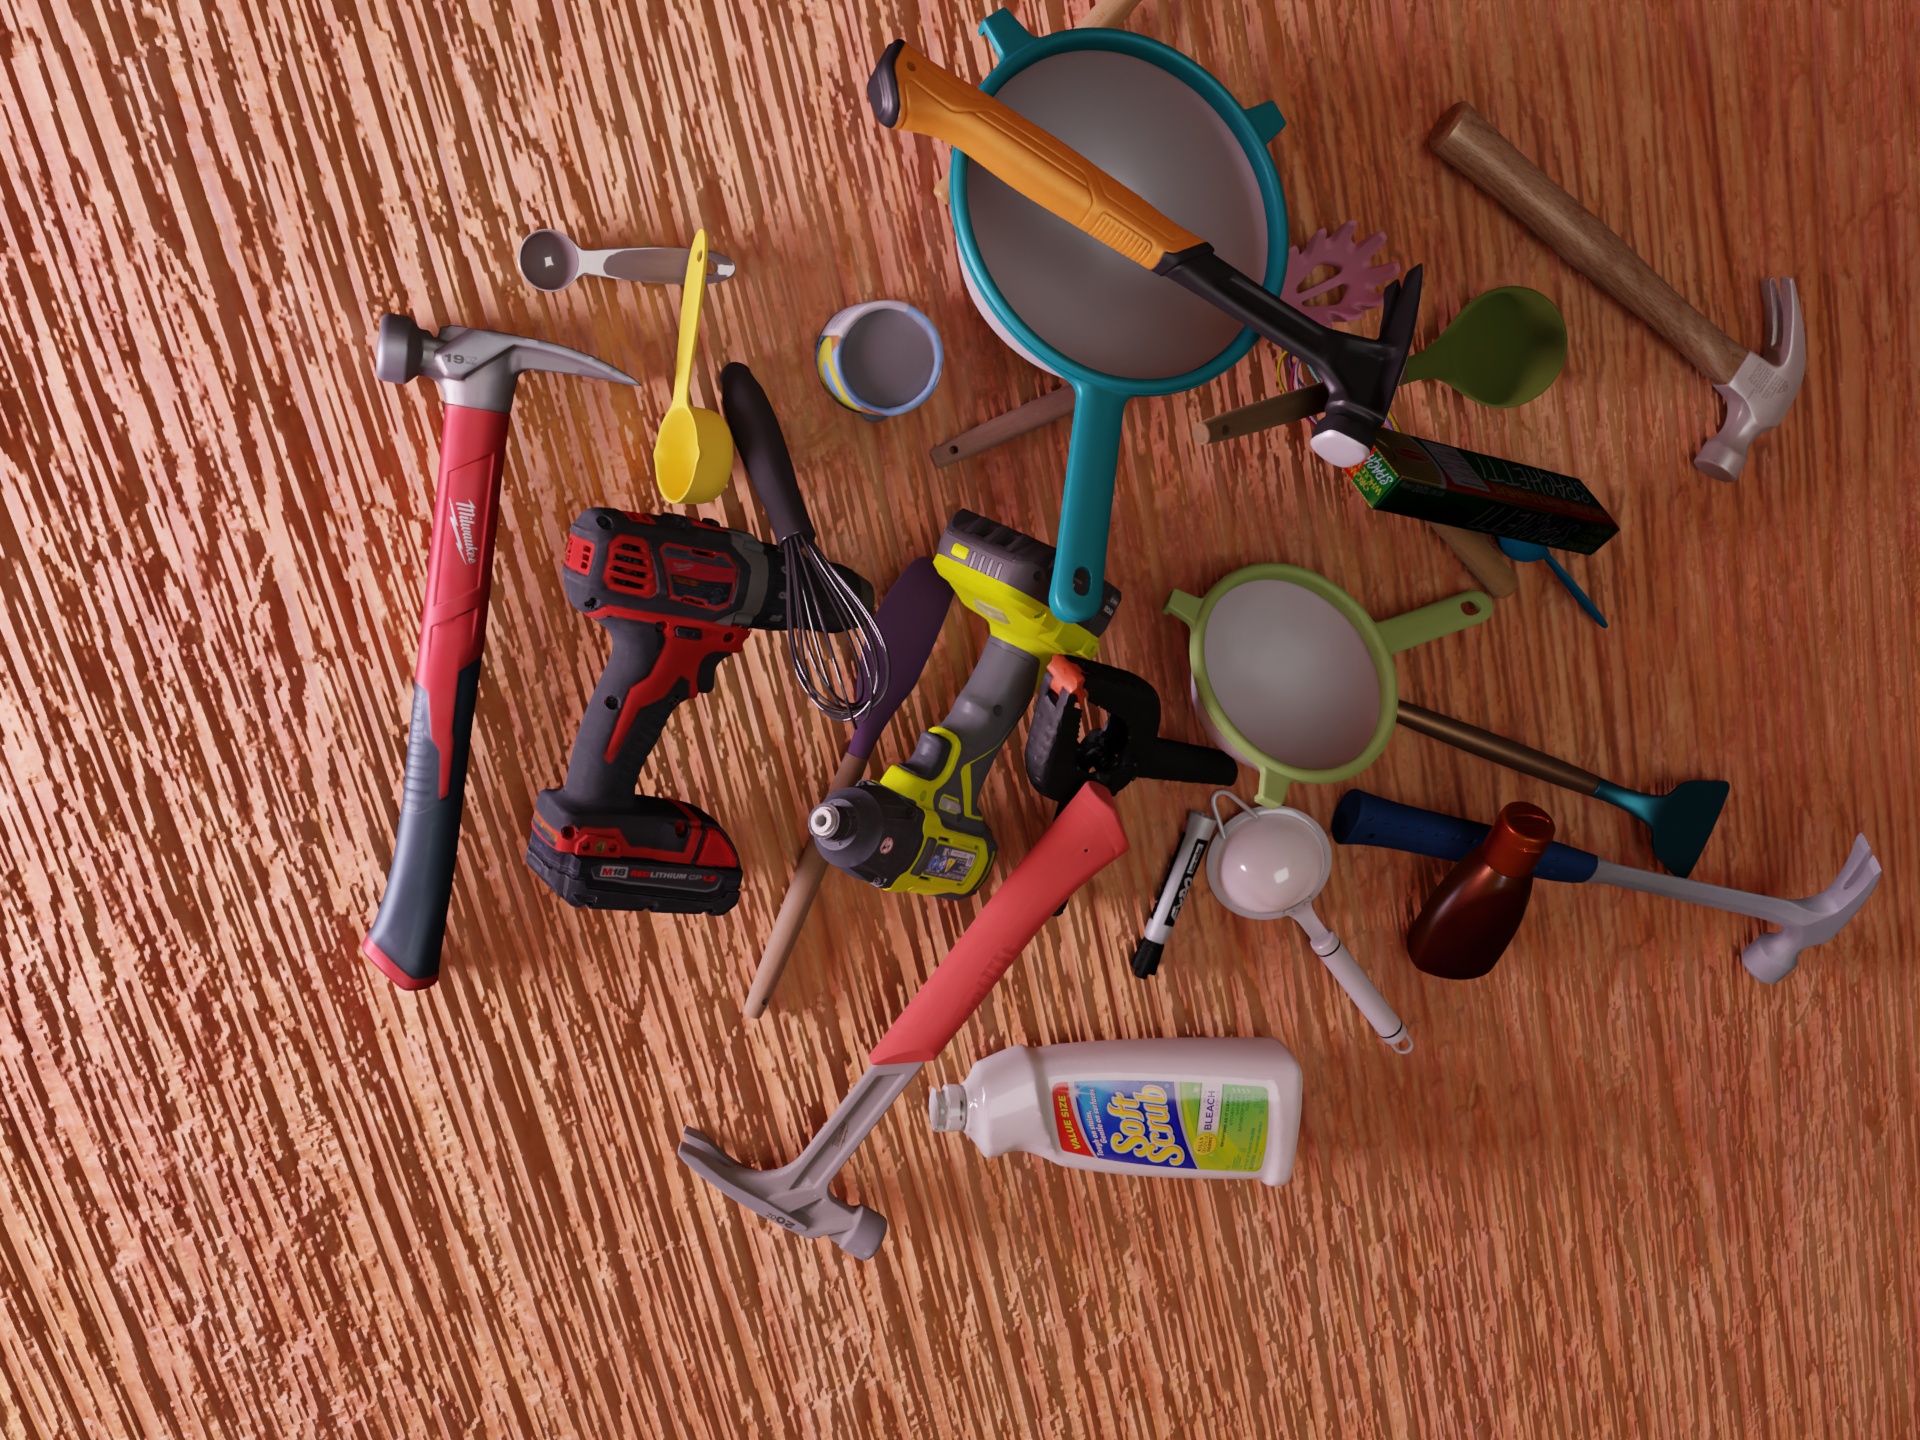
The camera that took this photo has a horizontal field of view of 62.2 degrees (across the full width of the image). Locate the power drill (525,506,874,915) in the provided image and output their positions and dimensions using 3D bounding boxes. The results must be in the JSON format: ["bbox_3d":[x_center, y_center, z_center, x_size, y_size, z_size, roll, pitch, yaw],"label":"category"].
[{"bbox_3d":[-0.153,-0.005,0.939,0.187,0.080,0.226,8,99,-33],"label":"power drill"}]

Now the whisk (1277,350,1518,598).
[{"bbox_3d":[0.293,-0.164,1.054,0.047,0.051,0.244,-40,115,19],"label":"whisk"}]

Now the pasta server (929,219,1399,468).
[{"bbox_3d":[0.126,-0.227,0.991,0.316,0.040,0.060,-25,93,-7],"label":"pasta server"}]

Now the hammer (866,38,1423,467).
[{"bbox_3d":[0.104,-0.271,0.866,0.336,0.034,0.127,27,72,-16],"label":"hammer"}]

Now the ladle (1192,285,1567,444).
[{"bbox_3d":[0.260,-0.205,0.964,0.320,0.062,0.078,-22,113,-36],"label":"ladle"}]

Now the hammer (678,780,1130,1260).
[{"bbox_3d":[-0.023,0.179,0.995,0.149,0.037,0.359,33,105,-12],"label":"hammer"}]

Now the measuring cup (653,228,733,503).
[{"bbox_3d":[-0.147,-0.202,0.918,0.029,0.062,0.156,4,95,-35],"label":"measuring cup"}]

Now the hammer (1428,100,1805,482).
[{"bbox_3d":[0.443,-0.302,1.064,0.331,0.031,0.130,31,93,-19],"label":"hammer"}]

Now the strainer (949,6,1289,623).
[{"bbox_3d":[0.070,-0.219,0.920,0.211,0.095,0.340,10,83,-20],"label":"strainer"}]

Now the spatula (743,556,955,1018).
[{"bbox_3d":[-0.076,0.045,1.004,0.059,0.018,0.316,13,102,-48],"label":"spatula"}]

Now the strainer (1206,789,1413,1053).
[{"bbox_3d":[0.252,0.150,1.111,0.087,0.050,0.258,-35,113,11],"label":"strainer"}]

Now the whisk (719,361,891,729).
[{"bbox_3d":[-0.094,-0.104,0.901,0.055,0.055,0.239,-18,72,-11],"label":"whisk"}]

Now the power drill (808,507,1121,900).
[{"bbox_3d":[-0.002,-0.003,0.950,0.171,0.080,0.223,23,94,-61],"label":"power drill"}]

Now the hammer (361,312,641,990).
[{"bbox_3d":[-0.282,-0.029,0.925,0.143,0.038,0.386,6,100,-18],"label":"hammer"}]

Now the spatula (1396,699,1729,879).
[{"bbox_3d":[0.425,0.037,1.141,0.317,0.044,0.082,20,98,-14],"label":"spatula"}]

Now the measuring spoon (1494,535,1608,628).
[{"bbox_3d":[0.408,-0.097,1.102,0.128,0.042,0.021,39,102,-26],"label":"measuring spoon"}]

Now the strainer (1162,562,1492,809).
[{"bbox_3d":[0.247,-0.037,1.059,0.256,0.069,0.151,-18,77,-28],"label":"strainer"}]

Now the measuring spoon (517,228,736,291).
[{"bbox_3d":[-0.191,-0.262,0.912,0.124,0.018,0.034,-4,108,-21],"label":"measuring spoon"}]

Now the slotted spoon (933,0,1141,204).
[{"bbox_3d":[0.092,-0.427,0.943,0.070,0.031,0.314,42,91,-20],"label":"slotted spoon"}]

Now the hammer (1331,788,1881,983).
[{"bbox_3d":[0.460,0.104,1.135,0.405,0.035,0.144,12,134,-13],"label":"hammer"}]
